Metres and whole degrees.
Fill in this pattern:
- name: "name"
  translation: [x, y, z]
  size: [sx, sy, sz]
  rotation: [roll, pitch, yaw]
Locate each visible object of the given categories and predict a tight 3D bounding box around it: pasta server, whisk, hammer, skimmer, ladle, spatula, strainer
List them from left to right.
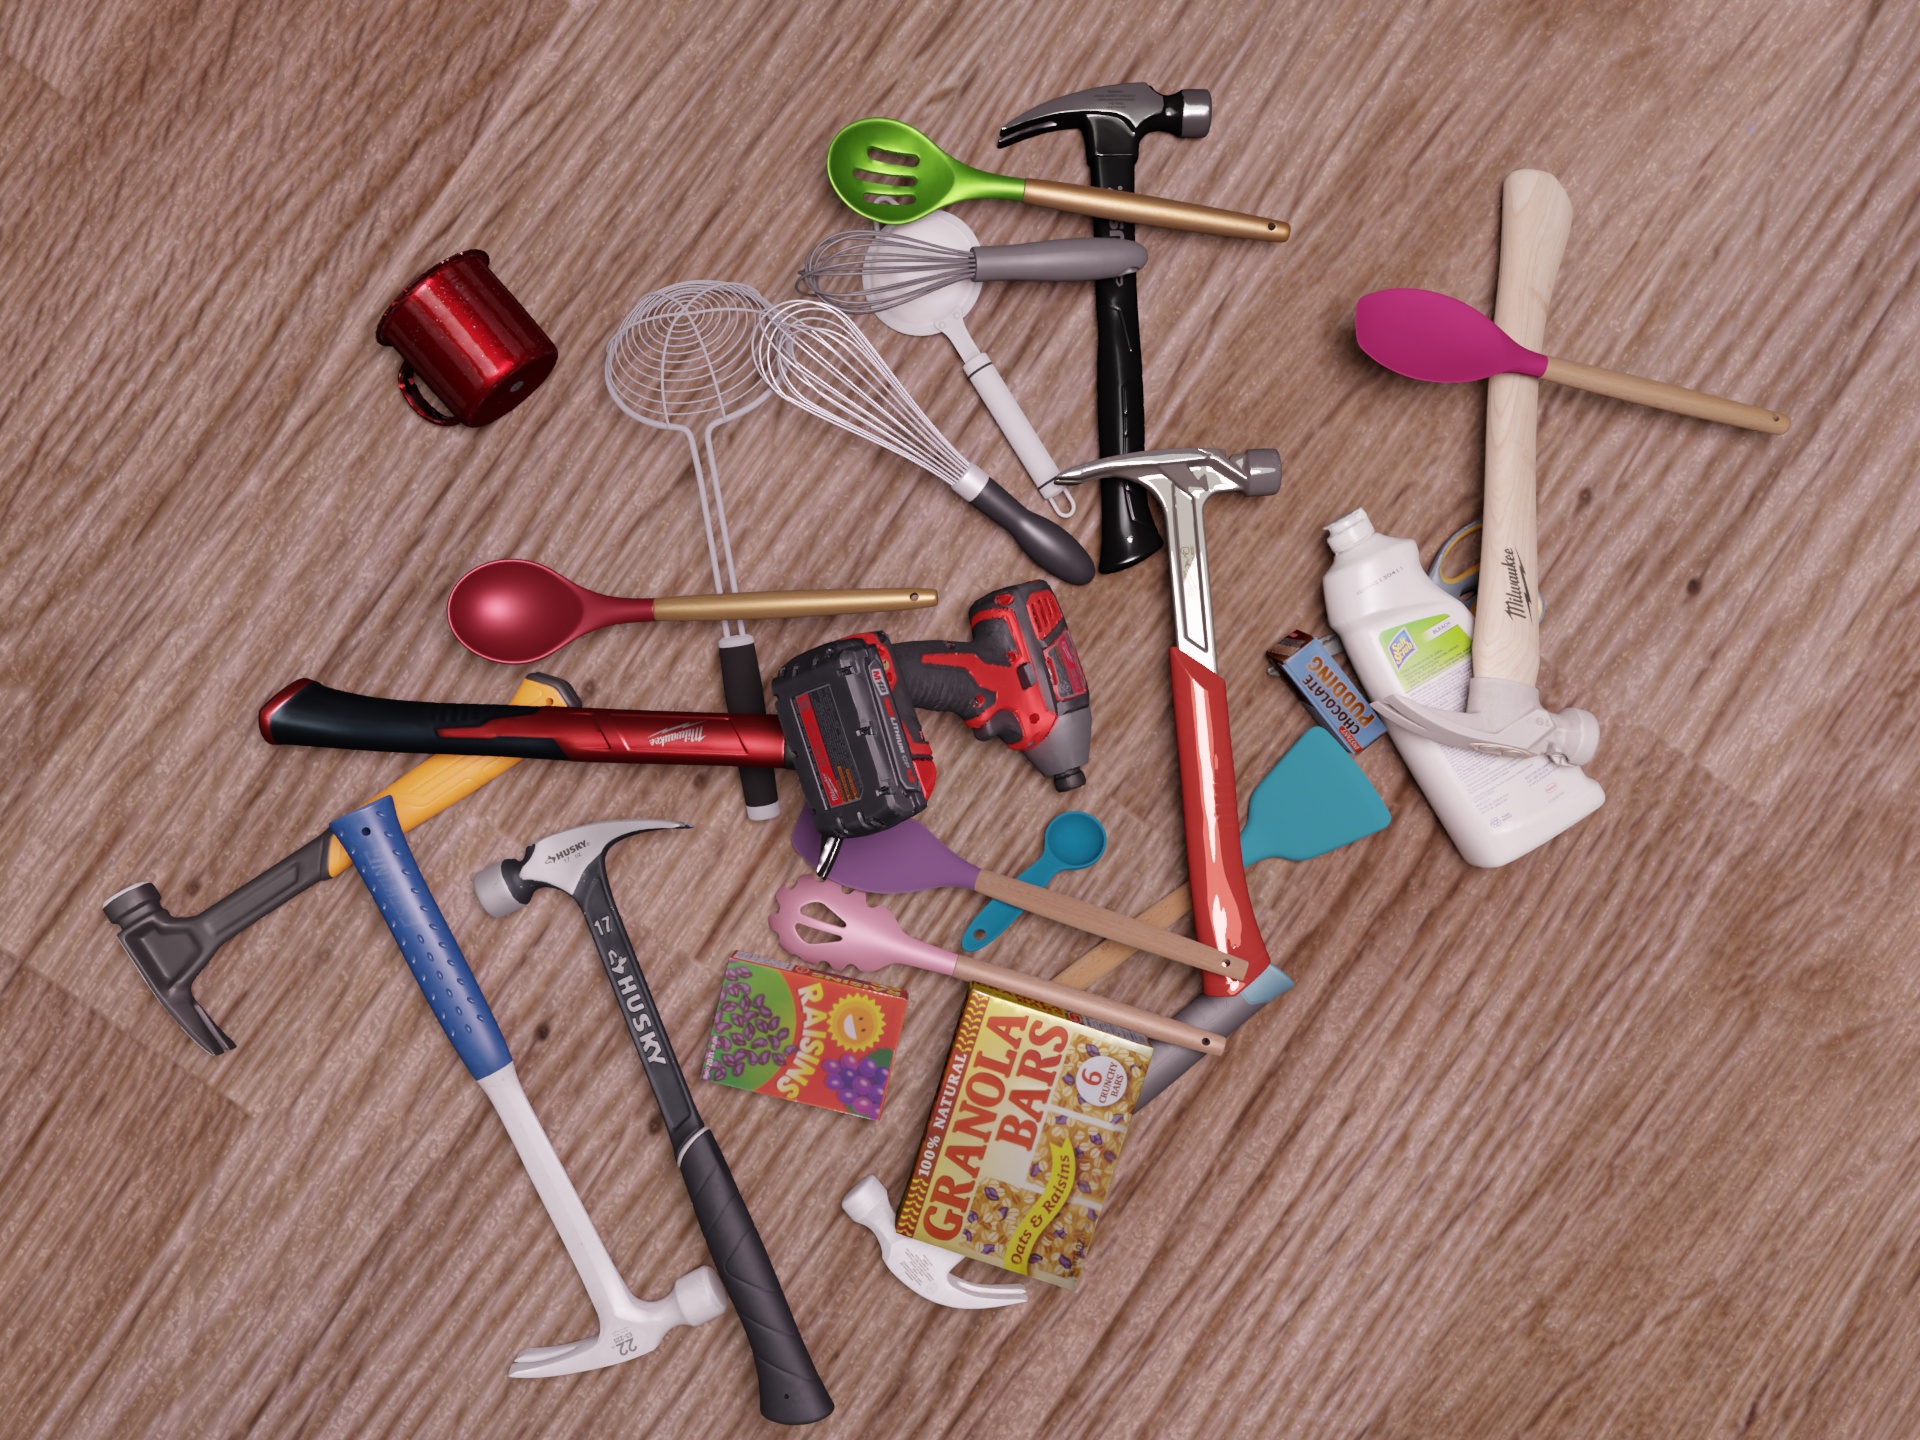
- name: "hammer"
  translation: [-0.395, 0.081, 1.063]
  size: [0.337, 0.034, 0.127]
  rotation: [-34, 89, -3]
- name: "hammer"
  translation: [-0.306, 0.241, 1.041]
  size: [0.144, 0.035, 0.405]
  rotation: [-26, 95, -2]
- name: "hammer"
  translation: [-0.260, 0.023, 1.023]
  size: [0.386, 0.038, 0.143]
  rotation: [2, 77, 4]
- name: "hammer"
  translation: [-0.175, 0.254, 1.026]
  size: [0.149, 0.036, 0.409]
  rotation: [-26, 81, 8]
- name: "ladle"
  translation: [-0.172, -0.074, 1.029]
  size: [0.315, 0.031, 0.069]
  rotation: [-2, 88, 2]
- name: "skimmer"
  translation: [-0.157, -0.117, 1.081]
  size: [0.127, 0.090, 0.363]
  rotation: [-8, 98, 2]
- name: "whisk"
  translation: [-0.018, -0.178, 1.052]
  size: [0.284, 0.070, 0.070]
  rotation: [36, 87, -18]
- name: "strainer"
  translation: [0.008, -0.250, 1.086]
  size: [0.087, 0.050, 0.258]
  rotation: [-32, 93, 13]
- name: "whisk"
  translation: [0.009, -0.297, 1.043]
  size: [0.239, 0.055, 0.055]
  rotation: [-7, 88, -12]
- name: "pasta server"
  translation: [0.023, 0.170, 1.062]
  size: [0.316, 0.040, 0.060]
  rotation: [17, 88, 2]
- name: "spatula"
  translation: [0.035, 0.115, 1.047]
  size: [0.316, 0.018, 0.060]
  rotation: [17, 75, 14]
- name: "hammer"
  translation: [0.086, 0.268, 1.073]
  size: [0.331, 0.033, 0.128]
  rotation: [-39, 89, -3]
- name: "hammer"
  translation: [0.103, -0.268, 1.092]
  size: [0.146, 0.035, 0.335]
  rotation: [-2, 88, -3]
- name: "spatula"
  translation: [0.139, 0.128, 1.075]
  size: [0.317, 0.044, 0.082]
  rotation: [-37, 86, -2]
- name: "hammer"
  translation: [0.150, 0.001, 1.047]
  size: [0.149, 0.036, 0.359]
  rotation: [-5, 88, 0]
- name: "hammer"
  translation: [0.357, -0.180, 1.054]
  size: [0.146, 0.038, 0.411]
  rotation: [11, 76, -13]

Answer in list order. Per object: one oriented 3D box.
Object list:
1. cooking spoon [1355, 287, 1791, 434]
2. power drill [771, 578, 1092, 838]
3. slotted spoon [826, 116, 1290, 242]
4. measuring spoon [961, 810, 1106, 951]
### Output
- name: "cooking spoon"
  translation: [0.406, -0.227, 1.048]
  size: [0.318, 0.017, 0.069]
  rotation: [10, 69, -11]
- name: "power drill"
  translation: [-0.002, -0.003, 1.011]
  size: [0.219, 0.078, 0.143]
  rotation: [-18, 90, -44]
- name: "slotted spoon"
  translation: [0.067, -0.348, 1.062]
  size: [0.313, 0.031, 0.070]
  rotation: [7, 88, -5]
- name: "measuring spoon"
  translation: [0.048, 0.112, 1.071]
  size: [0.128, 0.021, 0.042]
  rotation: [-43, 68, -17]
